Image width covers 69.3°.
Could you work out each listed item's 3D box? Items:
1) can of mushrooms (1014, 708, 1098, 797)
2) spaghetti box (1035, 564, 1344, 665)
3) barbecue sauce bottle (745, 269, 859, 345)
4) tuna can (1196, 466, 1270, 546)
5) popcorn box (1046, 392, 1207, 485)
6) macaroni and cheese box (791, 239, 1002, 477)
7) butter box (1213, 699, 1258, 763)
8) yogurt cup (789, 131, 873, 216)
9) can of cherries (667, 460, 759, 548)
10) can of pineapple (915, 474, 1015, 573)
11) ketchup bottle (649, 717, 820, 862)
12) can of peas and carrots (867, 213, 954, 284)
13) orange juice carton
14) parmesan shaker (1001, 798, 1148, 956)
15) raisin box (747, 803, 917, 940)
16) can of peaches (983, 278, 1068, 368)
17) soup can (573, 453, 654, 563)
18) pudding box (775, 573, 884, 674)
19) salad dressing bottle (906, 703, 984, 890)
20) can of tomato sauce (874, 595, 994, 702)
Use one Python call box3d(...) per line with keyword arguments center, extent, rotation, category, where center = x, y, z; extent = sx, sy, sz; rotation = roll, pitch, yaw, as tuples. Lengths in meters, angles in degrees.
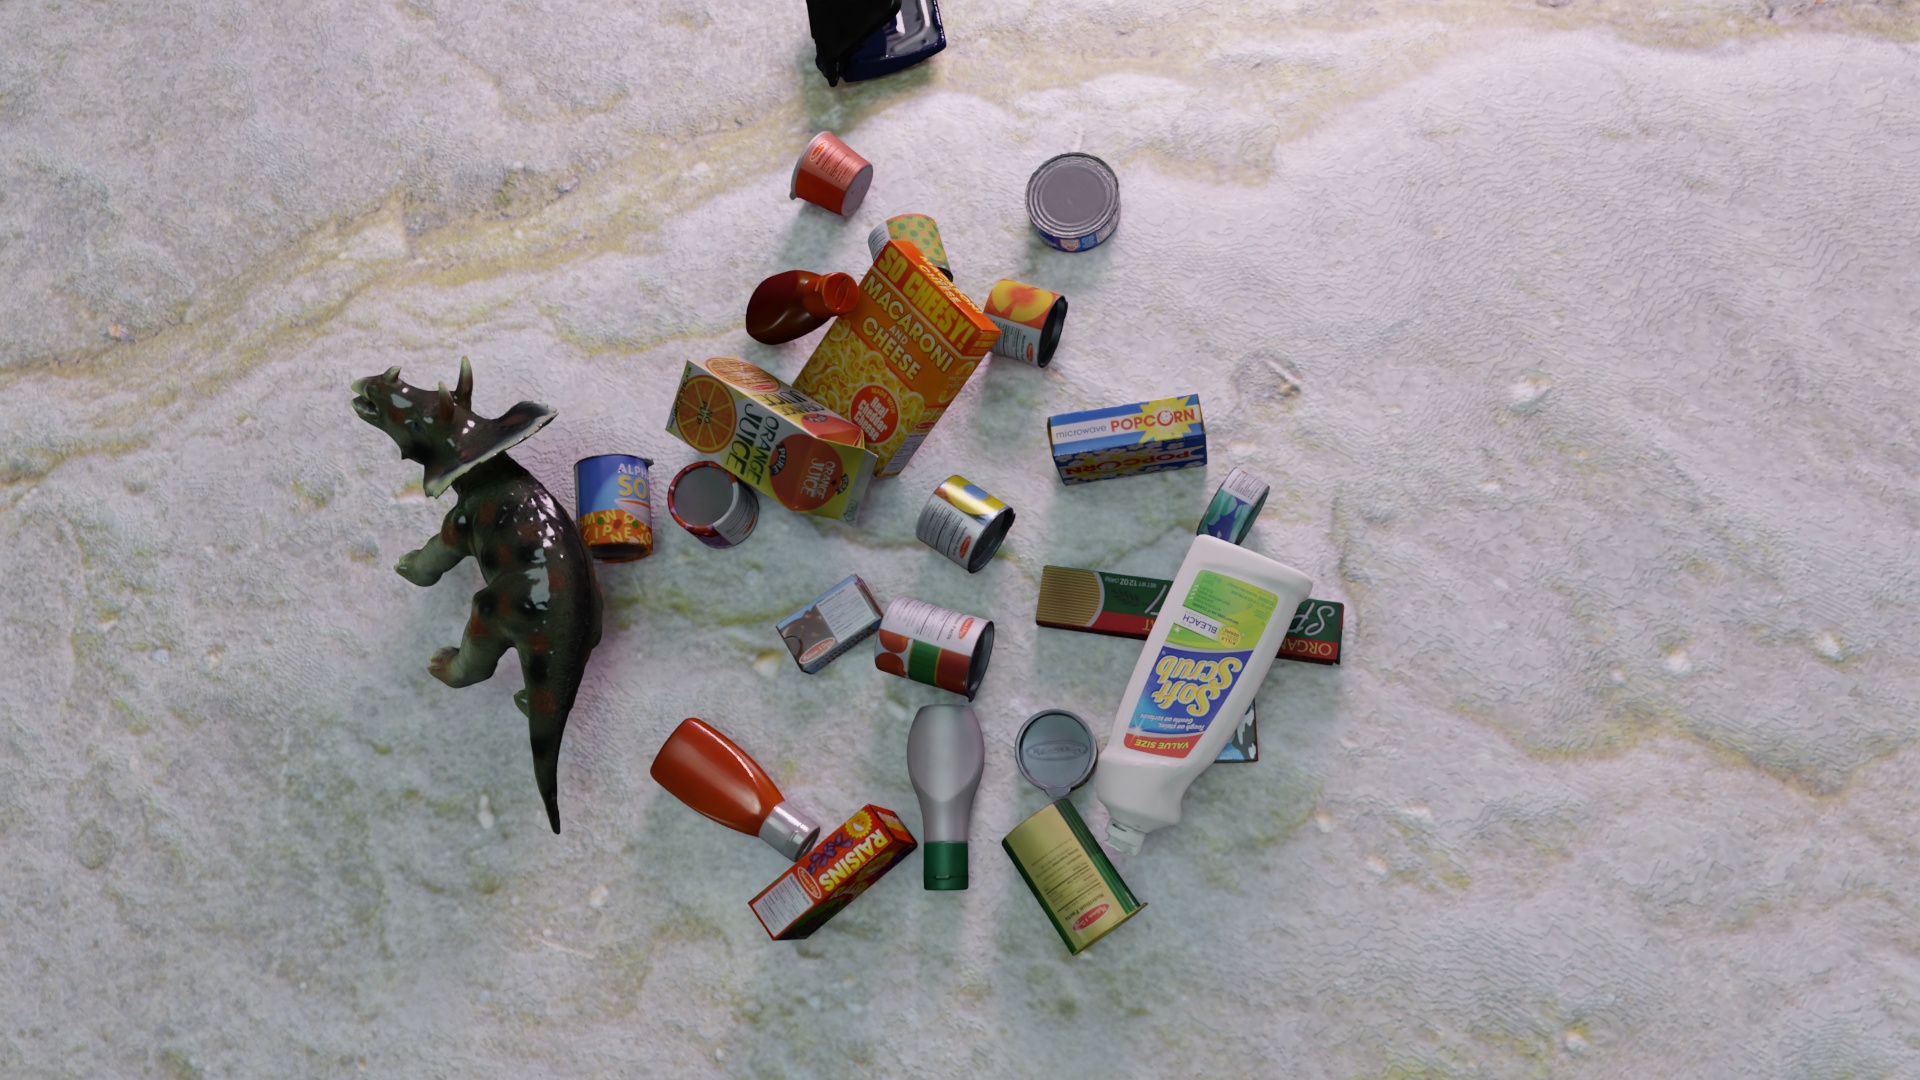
box3d(center=(0.079, 0.174, 1.130), extent=(0.071, 0.033, 0.071), rotation=(-2, 74, 9), category="can of mushrooms")
box3d(center=(0.187, 0.061, 1.144), extent=(0.250, 0.028, 0.050), rotation=(7, 77, 12), category="spaghetti box")
box3d(center=(-0.139, -0.210, 1.225), extent=(0.148, 0.043, 0.065), rotation=(3, 73, 58), category="barbecue sauce bottle")
box3d(center=(0.224, -0.022, 1.143), extent=(0.033, 0.071, 0.071), rotation=(31, 82, 16), category="tuna can")
box3d(center=(0.140, -0.083, 1.163), extent=(0.127, 0.085, 0.038), rotation=(-8, 73, 9), category="popcorn box")
box3d(center=(-0.058, -0.158, 1.205), extent=(0.124, 0.040, 0.165), rotation=(47, 117, 18), category="macaroni and cheese box")
box3d(center=(0.187, 0.153, 1.121), extent=(0.103, 0.024, 0.053), rotation=(-2, 76, 10), category="butter box")
box3d(center=(-0.118, -0.338, 1.293), extent=(0.054, 0.072, 0.072), rotation=(32, 83, 8), category="yogurt cup")
box3d(center=(-0.221, -0.032, 1.229), extent=(0.071, 0.058, 0.071), rotation=(-2, 75, 9), category="can of cherries")
box3d(center=(0.004, -0.015, 1.181), extent=(0.058, 0.071, 0.071), rotation=(33, 83, 17), category="can of pineapple")
box3d(center=(-0.186, 0.213, 1.163), extent=(0.149, 0.043, 0.065), rotation=(32, 84, 17), category="ketchup bottle")
box3d(center=(-0.044, -0.254, 1.256), extent=(0.071, 0.071, 0.059), rotation=(-18, 72, 5), category="can of peas and carrots")
box3d(center=(-0.156, -0.087, 1.206), extent=(0.193, 0.073, 0.071), rotation=(32, 114, 21), category="orange juice carton")
box3d(center=(0.089, 0.261, 1.088), extent=(0.071, 0.071, 0.103), rotation=(-34, 71, 0), category="parmesan shaker")
box3d(center=(-0.099, 0.266, 1.110), extent=(0.123, 0.086, 0.040), rotation=(-40, 70, -2), category="raisin box")
box3d(center=(0.055, -0.192, 1.220), extent=(0.058, 0.071, 0.071), rotation=(19, 79, 15), category="can of peaches")
box3d(center=(-0.307, -0.028, 1.240), extent=(0.071, 0.071, 0.084), rotation=(-10, 74, 8), category="soup can")
box3d(center=(-0.111, 0.072, 1.195), extent=(0.084, 0.030, 0.050), rotation=(-34, 73, 0), category="pudding box")
box3d(center=(-0.012, 0.209, 1.133), extent=(0.064, 0.044, 0.148), rotation=(-2, 76, 8), category="salad dressing bottle")
box3d(center=(-0.022, 0.089, 1.157), extent=(0.083, 0.071, 0.071), rotation=(15, 78, 15), category="can of tomato sauce")
